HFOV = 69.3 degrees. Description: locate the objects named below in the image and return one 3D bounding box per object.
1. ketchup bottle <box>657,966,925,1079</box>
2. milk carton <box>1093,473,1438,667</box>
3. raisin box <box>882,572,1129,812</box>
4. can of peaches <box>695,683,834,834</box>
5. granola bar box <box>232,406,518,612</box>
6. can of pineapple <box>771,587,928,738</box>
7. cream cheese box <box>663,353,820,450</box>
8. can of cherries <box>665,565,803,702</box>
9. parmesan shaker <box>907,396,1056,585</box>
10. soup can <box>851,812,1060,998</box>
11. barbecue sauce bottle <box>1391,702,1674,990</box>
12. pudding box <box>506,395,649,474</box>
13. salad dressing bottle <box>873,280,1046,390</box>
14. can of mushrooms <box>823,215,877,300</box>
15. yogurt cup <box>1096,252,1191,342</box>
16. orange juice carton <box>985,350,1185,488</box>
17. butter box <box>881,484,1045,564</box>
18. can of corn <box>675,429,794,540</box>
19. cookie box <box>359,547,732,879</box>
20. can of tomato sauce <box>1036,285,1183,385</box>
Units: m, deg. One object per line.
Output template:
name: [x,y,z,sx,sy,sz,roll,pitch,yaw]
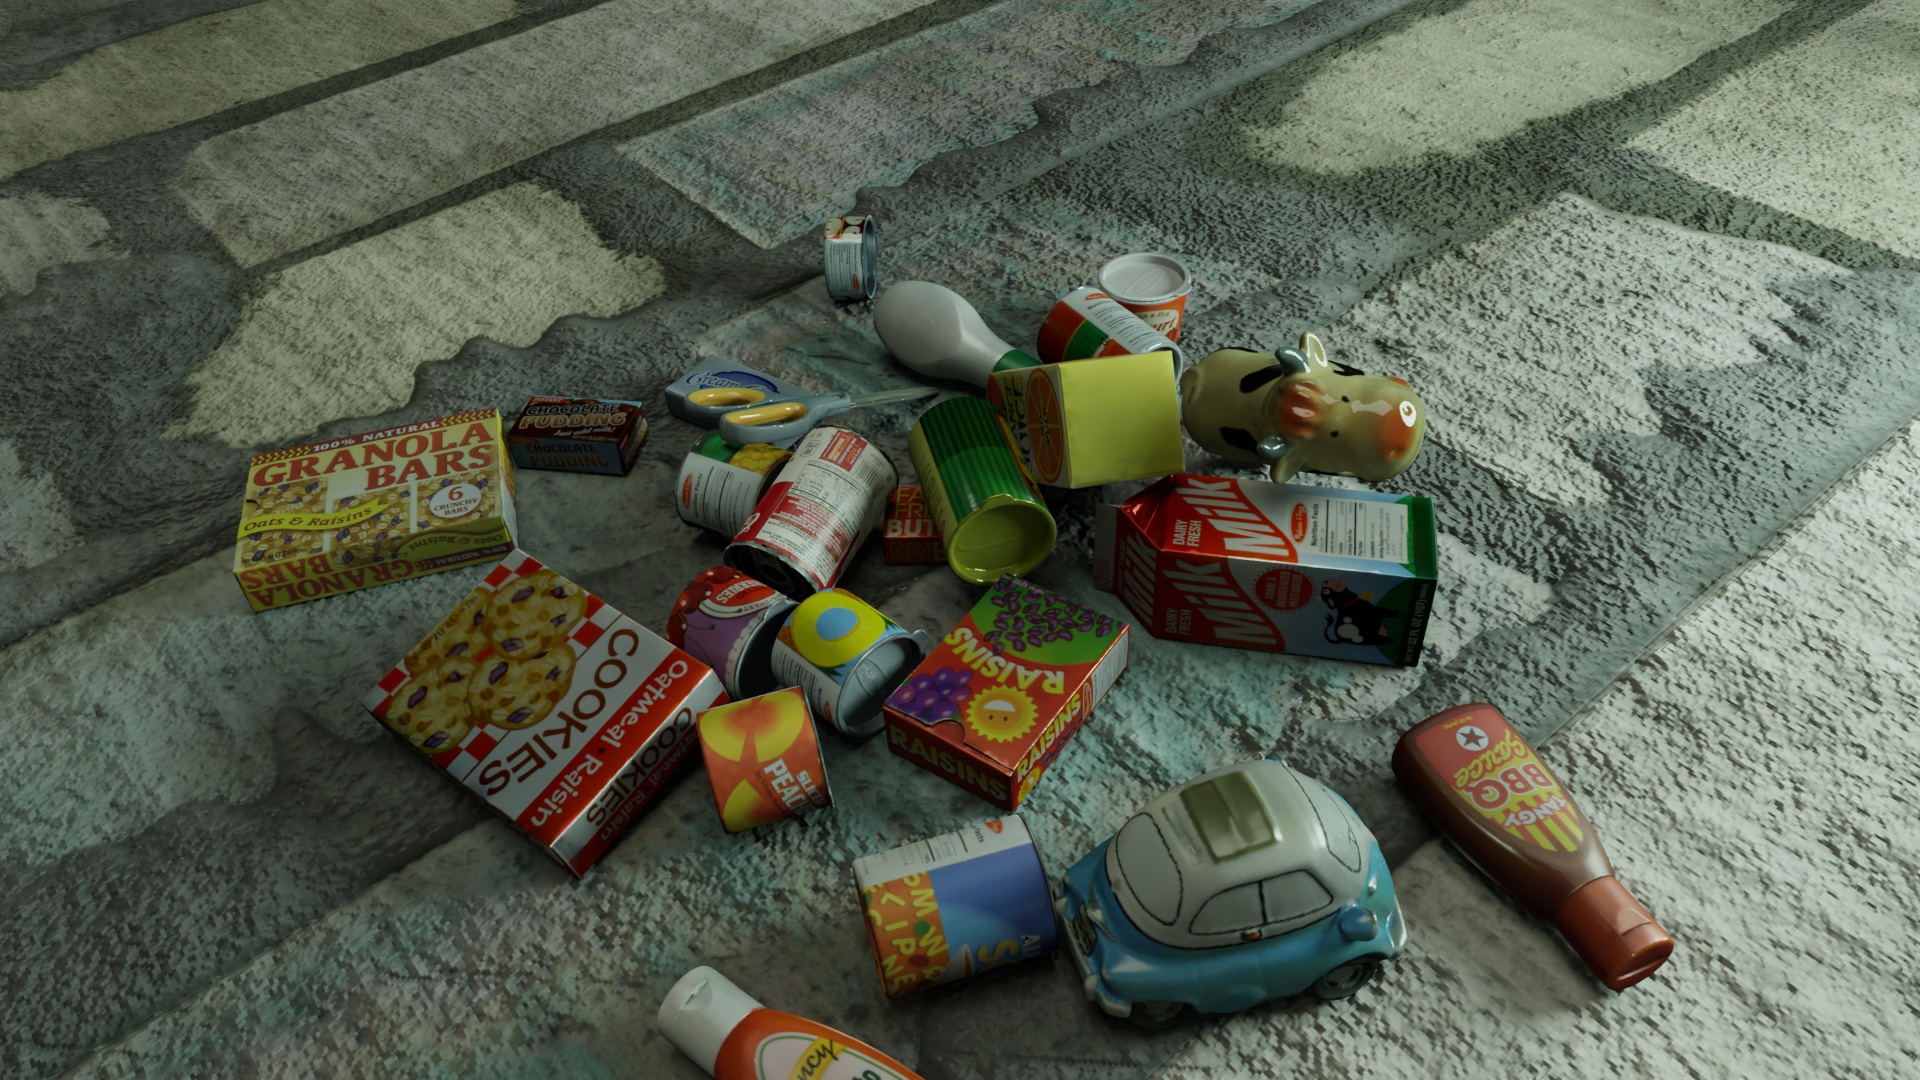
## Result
ketchup bottle: [-0.067,0.238,0.600,0.149,0.043,0.065,25,50,29]
milk carton: [0.172,0.014,0.809,0.191,0.072,0.074,7,42,11]
raisin box: [0.027,0.081,0.770,0.086,0.039,0.124,24,50,26]
can of peaches: [-0.101,0.115,0.721,0.058,0.071,0.071,-14,43,-10]
granola bar box: [-0.383,-0.025,0.919,0.166,0.038,0.125,-13,42,-10]
can of pineapple: [-0.061,0.066,0.773,0.058,0.070,0.071,31,53,33]
cream cheese box: [-0.156,-0.098,0.993,0.104,0.024,0.053,22,48,26]
can of cherries: [-0.124,0.052,0.789,0.058,0.071,0.072,26,50,30]
parmesan shaker: [0.011,-0.034,0.836,0.071,0.071,0.103,-12,44,-9]
soup can: [-0.002,0.174,0.652,0.084,0.071,0.071,-14,43,-9]
barbecue sauce bottle: [0.278,0.146,0.674,0.065,0.043,0.149,-17,44,-15]
pudding box: [-0.266,-0.074,0.971,0.084,0.030,0.050,5,42,10]
salad dressing bottle: [0.005,-0.137,1.003,0.148,0.064,0.044,33,9,26]
can of mushrooms: [-0.086,-0.223,1.097,0.033,0.070,0.071,0,42,6]
yogurt cup: [0.135,-0.175,1.033,0.072,0.053,0.073,-2,42,2]
orange juice carton: [0.069,-0.076,0.876,0.072,0.073,0.193,-8,7,-13]
butter box: [0.003,-0.011,0.884,0.103,0.024,0.053,-1,42,3]
can of corn: [-0.138,-0.033,0.890,0.058,0.070,0.071,18,46,22]
cookie box: [-0.227,0.090,0.764,0.168,0.040,0.123,26,62,29]
can of tomato sauce: [0.104,-0.129,0.975,0.071,0.070,0.083,-28,51,-24]
